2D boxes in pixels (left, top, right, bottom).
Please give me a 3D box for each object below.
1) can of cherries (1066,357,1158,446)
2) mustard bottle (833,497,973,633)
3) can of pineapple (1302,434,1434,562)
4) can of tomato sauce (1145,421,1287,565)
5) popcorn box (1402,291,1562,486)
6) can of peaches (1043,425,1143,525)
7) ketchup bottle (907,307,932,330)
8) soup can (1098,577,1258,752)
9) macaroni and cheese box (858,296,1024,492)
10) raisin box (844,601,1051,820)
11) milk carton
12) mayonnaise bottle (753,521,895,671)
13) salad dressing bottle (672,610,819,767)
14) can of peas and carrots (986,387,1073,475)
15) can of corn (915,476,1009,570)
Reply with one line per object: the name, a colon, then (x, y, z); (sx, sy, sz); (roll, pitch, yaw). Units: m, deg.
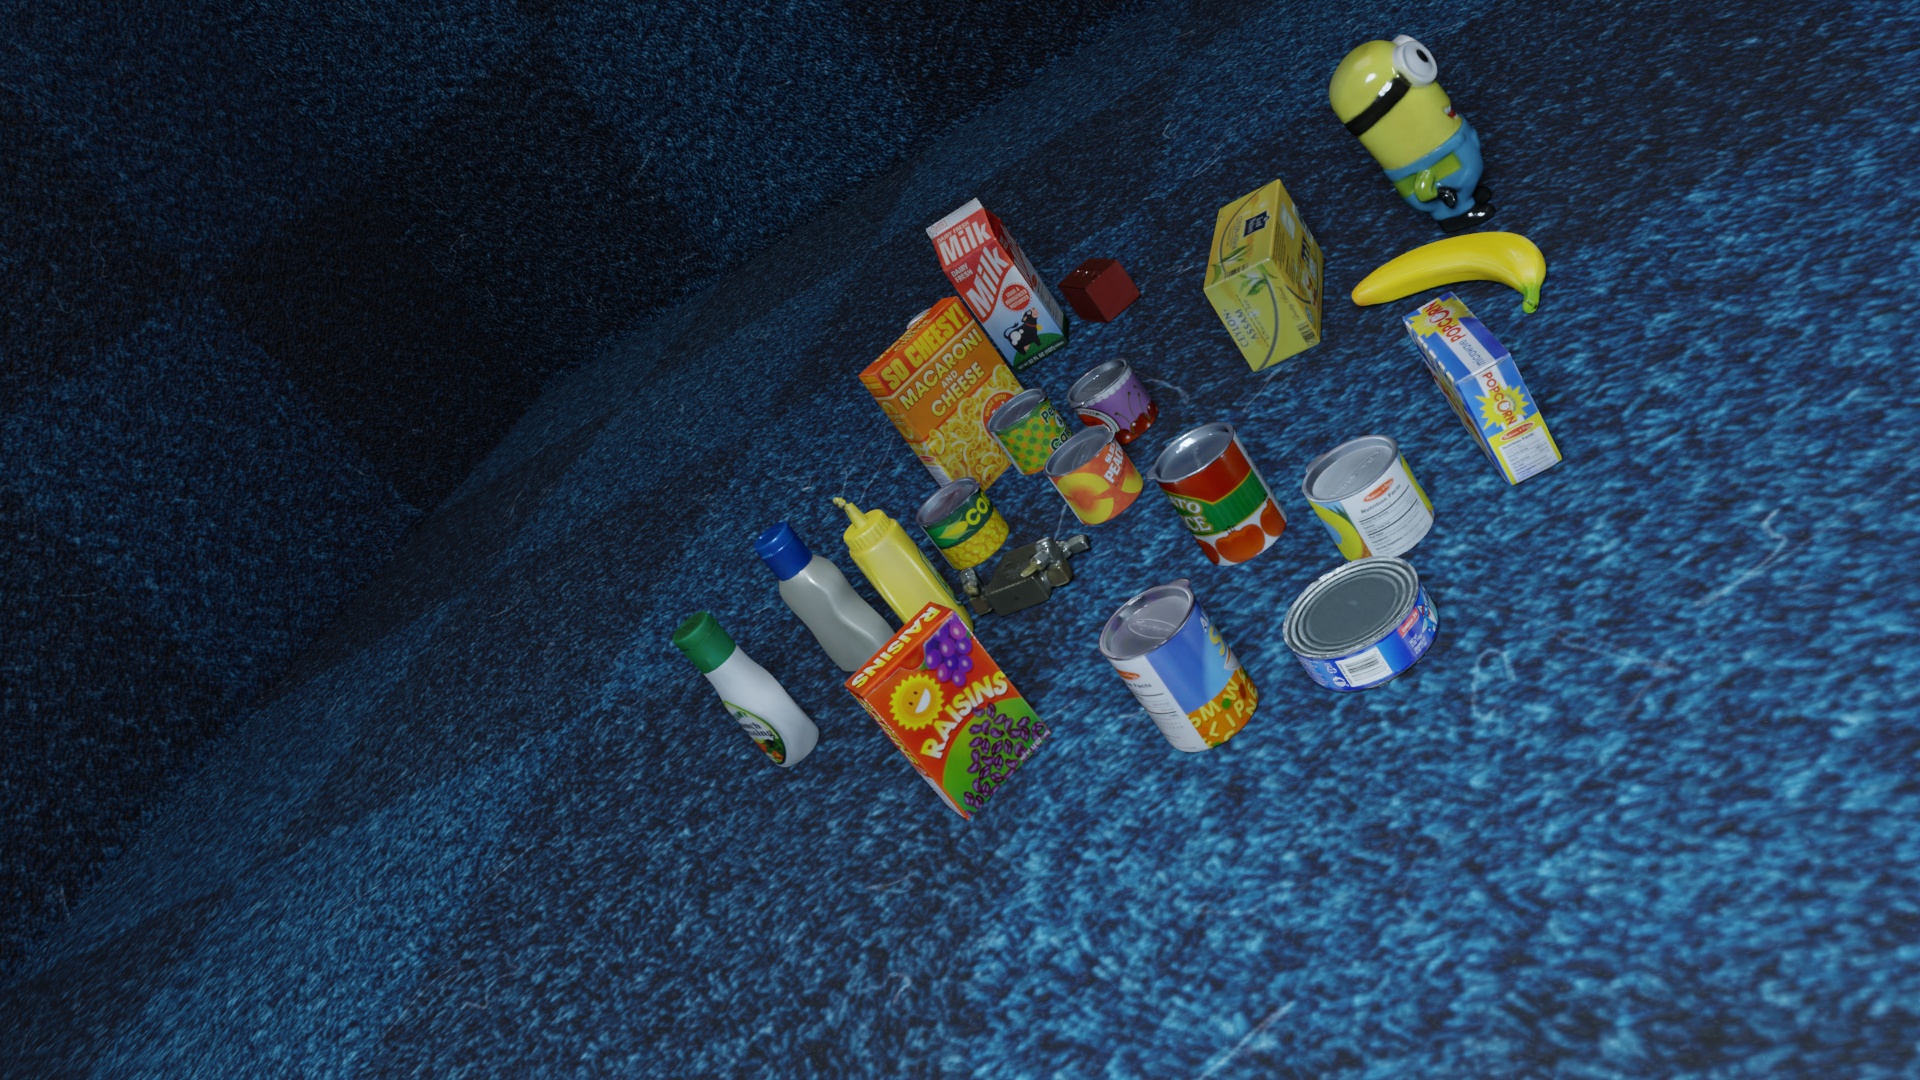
can of cherries: (0.138, -0.124, 1.278); (0.071, 0.058, 0.072); (-31, 23, 15)
mustard bottle: (-0.051, 0.024, 1.135); (0.049, 0.160, 0.065); (-38, 22, -1)
can of pineapple: (0.265, -0.027, 0.904); (0.071, 0.057, 0.071); (-31, 23, 15)
can of tomato sauce: (0.185, -0.032, 0.998); (0.071, 0.083, 0.071); (-31, 23, 15)
popcorn box: (0.338, -0.101, 0.905); (0.038, 0.085, 0.127); (-31, 23, 16)
can of peaches: (0.115, -0.056, 1.179); (0.071, 0.058, 0.071); (-31, 23, 15)
ketchup bottle: (0.000, -0.176, 1.464); (0.064, 0.148, 0.044); (-30, 23, 19)
soup can: (0.137, 0.077, 0.855); (0.071, 0.083, 0.072); (-31, 23, 15)
macaroni and cheese box: (-0.006, -0.137, 1.374); (0.124, 0.166, 0.040); (-46, 24, -21)
raisin box: (-0.008, 0.115, 0.942); (0.086, 0.123, 0.040); (-43, 23, -14)
milk carton: (0.043, -0.292, 1.573); (0.072, 0.190, 0.074); (-29, 24, 20)
mayonnaise bottle: (-0.120, 0.049, 1.202); (0.064, 0.147, 0.041); (-18, 29, 39)
salad dressing bottle: (-0.177, 0.122, 1.144); (0.064, 0.147, 0.044); (-5, 39, 53)
can of peas and carrots: (0.070, -0.106, 1.344); (0.071, 0.058, 0.071); (-31, 23, 15)
can of corn: (0.005, -0.016, 1.264); (0.071, 0.058, 0.071); (-31, 23, 15)
